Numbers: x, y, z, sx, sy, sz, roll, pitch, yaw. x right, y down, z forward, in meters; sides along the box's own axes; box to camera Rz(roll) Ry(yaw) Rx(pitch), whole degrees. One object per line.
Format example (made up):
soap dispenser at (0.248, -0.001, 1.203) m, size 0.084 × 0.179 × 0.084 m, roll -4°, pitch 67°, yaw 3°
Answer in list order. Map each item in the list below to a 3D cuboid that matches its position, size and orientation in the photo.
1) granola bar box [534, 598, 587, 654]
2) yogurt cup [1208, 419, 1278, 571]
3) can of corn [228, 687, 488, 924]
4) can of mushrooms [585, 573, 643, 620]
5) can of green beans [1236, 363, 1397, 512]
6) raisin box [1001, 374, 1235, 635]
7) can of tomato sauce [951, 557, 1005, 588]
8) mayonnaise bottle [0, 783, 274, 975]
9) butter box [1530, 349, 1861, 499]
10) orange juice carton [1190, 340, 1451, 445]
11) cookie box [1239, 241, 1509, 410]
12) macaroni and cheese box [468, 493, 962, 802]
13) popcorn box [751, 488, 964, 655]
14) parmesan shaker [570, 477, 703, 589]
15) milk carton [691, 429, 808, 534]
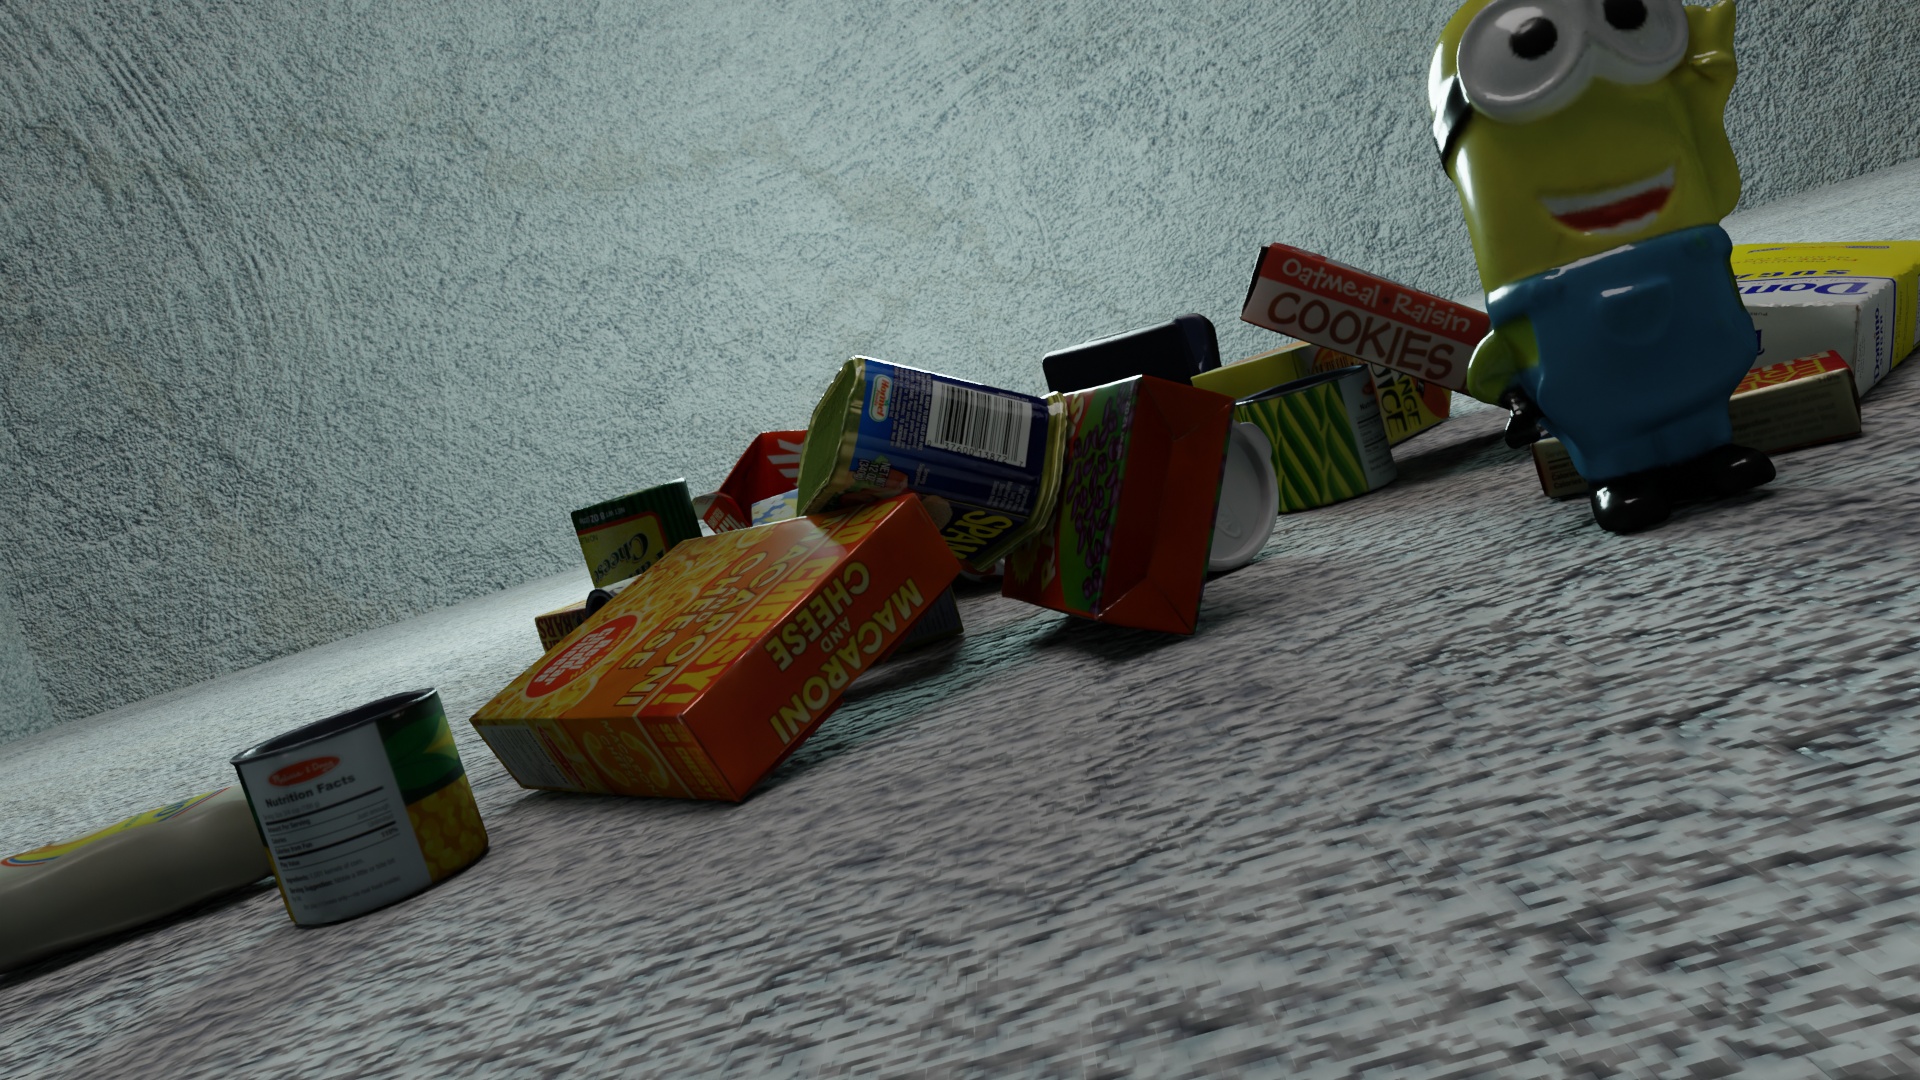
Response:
granola bar box at (-0.204, 0.046, 0.977) m, size 0.125 × 0.039 × 0.165 m, roll -21°, pitch 7°, yaw -42°
yogurt cup at (0.092, -0.017, 0.592) m, size 0.072 × 0.072 × 0.054 m, roll -20°, pitch -2°, yaw -27°
can of corn at (-0.200, 0.087, 0.468) m, size 0.071 × 0.058 × 0.071 m, roll -17°, pitch 5°, yaw 2°
can of mushrooms at (-0.144, 0.049, 0.638) m, size 0.033 × 0.071 × 0.071 m, roll -20°, pitch 6°, yaw -33°
can of green beans at (0.176, -0.050, 0.686) m, size 0.071 × 0.057 × 0.071 m, roll -17°, pitch 6°, yaw 2°
raisin box at (0.054, -0.013, 0.525) m, size 0.040 × 0.086 × 0.123 m, roll 10°, pitch -1°, yaw -13°
can of tomato sauce at (0.003, -0.009, 0.748) m, size 0.071 × 0.071 × 0.083 m, roll -22°, pitch 8°, yaw -43°
mayonnaise bottle at (-0.297, 0.119, 0.534) m, size 0.148 × 0.041 × 0.064 m, roll -19°, pitch 4°, yaw -14°
butter box at (0.266, -0.042, 0.506) m, size 0.103 × 0.024 × 0.053 m, roll -14°, pitch 7°, yaw 28°
orange juice carton at (0.229, -0.090, 0.833) m, size 0.193 × 0.073 × 0.071 m, roll -22°, pitch 7°, yaw -43°
cookie box at (0.224, -0.102, 0.679) m, size 0.167 × 0.040 × 0.123 m, roll 21°, pitch 15°, yaw 10°
macaroni and cheese box at (-0.094, 0.041, 0.522) m, size 0.166 × 0.040 × 0.124 m, roll -9°, pitch 29°, yaw 49°
popcorn box at (-0.052, 0.011, 0.657) m, size 0.085 × 0.038 × 0.127 m, roll -17°, pitch 28°, yaw -2°
parmesan shaker at (-0.173, 0.024, 0.776) m, size 0.071 × 0.103 × 0.071 m, roll -17°, pitch 5°, yaw 2°
milk carton at (-0.072, -0.026, 0.848) m, size 0.191 × 0.073 × 0.072 m, roll -5°, pitch -10°, yaw -19°
